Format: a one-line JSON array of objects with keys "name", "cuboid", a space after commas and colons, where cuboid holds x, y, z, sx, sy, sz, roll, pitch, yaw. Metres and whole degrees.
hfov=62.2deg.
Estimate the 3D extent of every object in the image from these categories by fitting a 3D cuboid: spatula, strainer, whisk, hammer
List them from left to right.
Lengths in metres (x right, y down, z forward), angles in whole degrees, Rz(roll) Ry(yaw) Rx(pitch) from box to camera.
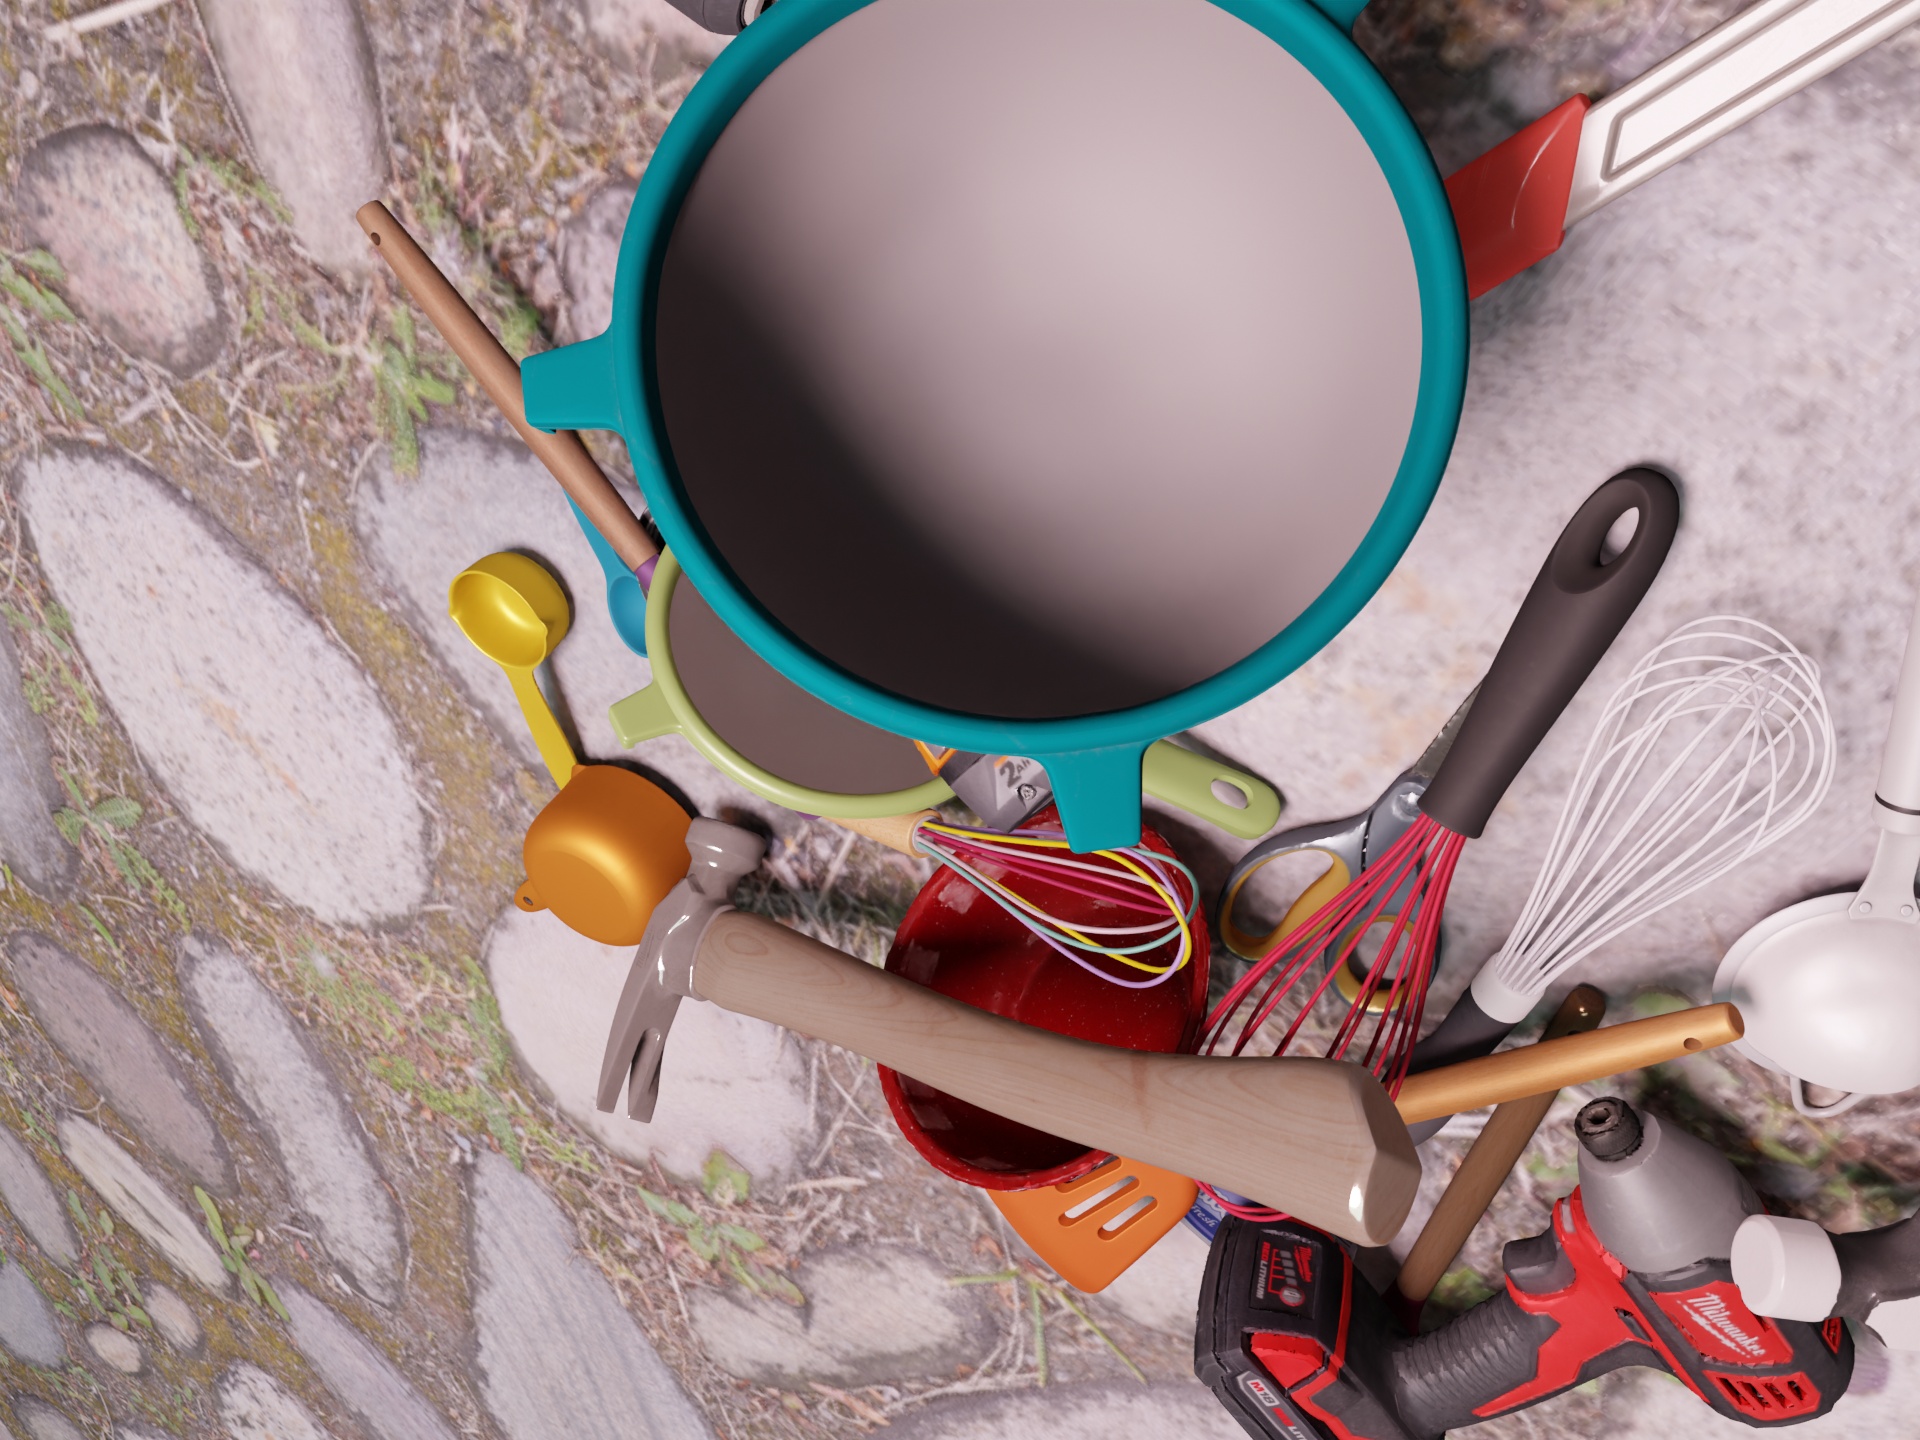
[{"name": "spatula", "cuboid": [-0.147, -0.088, 0.670, 0.060, 0.018, 0.316, -34, 97, 40]}, {"name": "hammer", "cuboid": [-0.012, 0.133, 0.620, 0.038, 0.146, 0.411, 28, 166, -39]}, {"name": "strainer", "cuboid": [-0.001, -0.002, 0.628, 0.256, 0.152, 0.069, 23, 152, -6]}, {"name": "whisk", "cuboid": [0.001, 0.049, 0.658, 0.245, 0.051, 0.047, 18, 160, 44]}, {"name": "strainer", "cuboid": [0.059, -0.144, 0.434, 0.211, 0.095, 0.340, 38, 87, 4]}, {"name": "spatula", "cuboid": [0.142, 0.161, 0.615, 0.322, 0.041, 0.081, -29, 105, 41]}, {"name": "whisk", "cuboid": [0.156, 0.050, 0.538, 0.073, 0.073, 0.295, 30, 109, 14]}, {"name": "hammer", "cuboid": [0.145, -0.152, 0.480, 0.359, 0.037, 0.149, -27, 100, 40]}, {"name": "whisk", "cuboid": [0.210, 0.075, 0.565, 0.070, 0.070, 0.284, 32, 135, 13]}, {"name": "strainer", "cuboid": [0.293, 0.036, 0.496, 0.087, 0.050, 0.258, 3, 116, 14]}, {"name": "hammer", "cuboid": [0.349, 0.055, 0.453, 0.146, 0.035, 0.334, 7, 117, -1]}]

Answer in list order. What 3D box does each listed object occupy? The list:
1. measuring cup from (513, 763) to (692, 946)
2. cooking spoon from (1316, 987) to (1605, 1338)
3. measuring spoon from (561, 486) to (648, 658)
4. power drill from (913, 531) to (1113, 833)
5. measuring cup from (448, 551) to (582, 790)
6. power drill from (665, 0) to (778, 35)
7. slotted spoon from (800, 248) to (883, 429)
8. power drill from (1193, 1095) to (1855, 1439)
[{"name": "measuring cup", "cuboid": [-0.204, 0.087, 0.829, 0.173, 0.052, 0.095, -29, 107, 42]}, {"name": "cooking spoon", "cuboid": [0.203, 0.227, 0.681, 0.069, 0.017, 0.318, 21, 127, 10]}, {"name": "measuring spoon", "cuboid": [-0.160, -0.091, 0.729, 0.042, 0.021, 0.128, -19, 97, 49]}, {"name": "power drill", "cuboid": [-0.005, -0.093, 0.537, 0.226, 0.084, 0.164, 50, 129, 8]}, {"name": "measuring cup", "cuboid": [-0.207, -0.017, 0.801, 0.062, 0.029, 0.156, 9, 133, 26]}, {"name": "power drill", "cuboid": [-0.106, -0.352, 0.496, 0.190, 0.080, 0.228, 39, 133, 8]}, {"name": "slotted spoon", "cuboid": [-0.035, -0.238, 0.474, 0.070, 0.031, 0.313, 14, 99, 21]}, {"name": "power drill", "cuboid": [0.208, 0.226, 0.621, 0.219, 0.079, 0.143, -29, 109, 31]}]
